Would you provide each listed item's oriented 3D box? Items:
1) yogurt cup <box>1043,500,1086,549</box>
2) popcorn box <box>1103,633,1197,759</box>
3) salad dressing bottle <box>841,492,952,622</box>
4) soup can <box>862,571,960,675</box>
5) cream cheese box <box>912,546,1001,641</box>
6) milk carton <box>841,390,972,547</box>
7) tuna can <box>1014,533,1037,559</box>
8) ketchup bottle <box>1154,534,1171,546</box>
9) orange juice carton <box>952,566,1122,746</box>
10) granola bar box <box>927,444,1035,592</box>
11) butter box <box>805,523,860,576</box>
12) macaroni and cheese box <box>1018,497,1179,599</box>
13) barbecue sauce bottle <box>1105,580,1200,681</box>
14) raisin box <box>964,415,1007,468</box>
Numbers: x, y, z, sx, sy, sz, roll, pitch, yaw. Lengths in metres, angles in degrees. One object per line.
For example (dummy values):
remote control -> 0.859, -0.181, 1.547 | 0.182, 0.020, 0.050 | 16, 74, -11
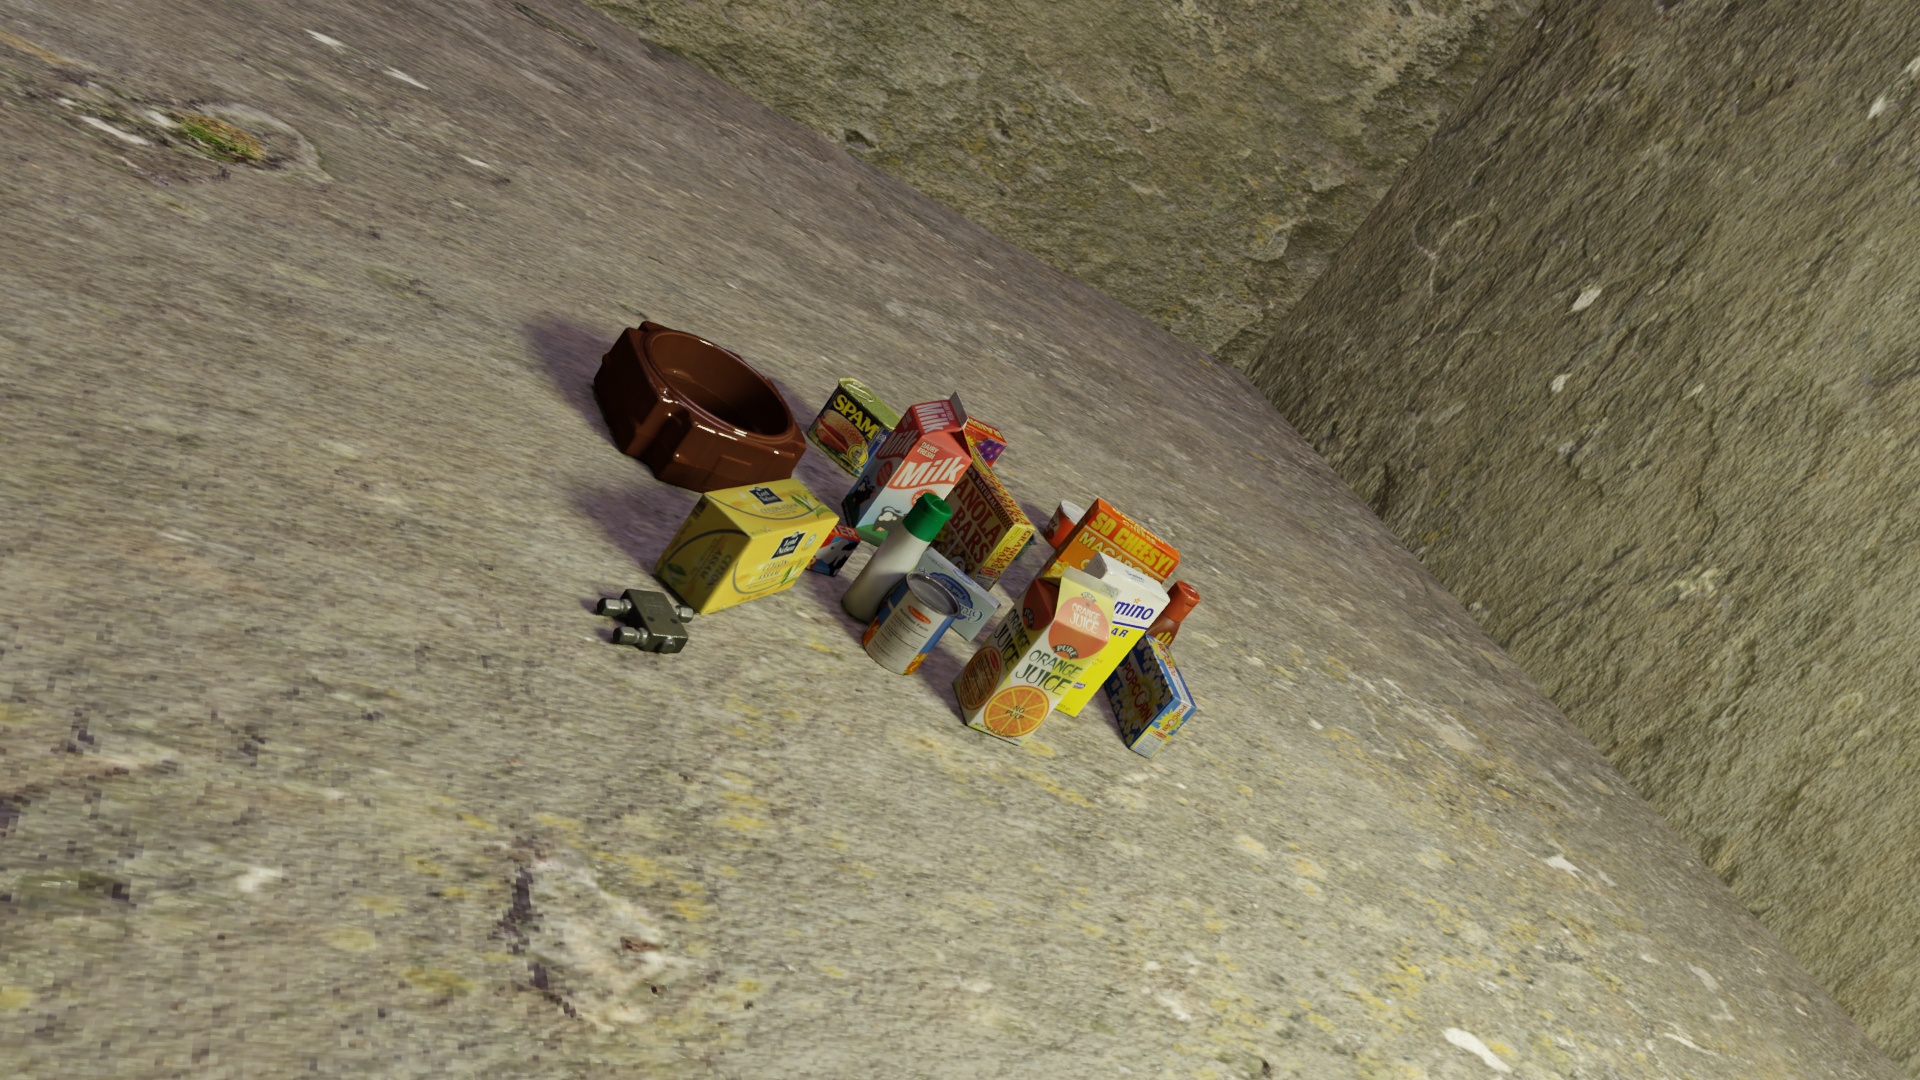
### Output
yogurt cup -> 0.154, -0.015, 1.959 | 0.072, 0.053, 0.073 | 32, 21, -14
popcorn box -> 0.218, 0.180, 1.609 | 0.038, 0.085, 0.127 | 28, 23, -23
salad dressing bottle -> -0.064, 0.017, 1.419 | 0.044, 0.147, 0.064 | 38, 20, 2
soup can -> -0.049, 0.083, 1.394 | 0.071, 0.083, 0.071 | 32, 21, -14
cream cheese box -> -0.011, 0.060, 1.543 | 0.104, 0.053, 0.024 | 39, 21, 4
milk carton -> -0.051, -0.082, 1.587 | 0.073, 0.190, 0.072 | 25, 23, -28
tuna can -> 0.065, -0.006, 1.831 | 0.071, 0.032, 0.071 | 32, 21, -14
ketchup bottle -> 0.212, 0.058, 1.764 | 0.065, 0.148, 0.043 | 48, 23, 27
orange juice carton -> 0.080, 0.108, 1.392 | 0.072, 0.192, 0.073 | 25, 23, -29
granola bar box -> 0.006, -0.021, 1.640 | 0.039, 0.123, 0.166 | 18, 28, -41
butter box -> -0.158, 0.002, 1.435 | 0.103, 0.053, 0.024 | 18, 28, -41
macaroni and cheese box -> 0.168, 0.047, 1.694 | 0.123, 0.166, 0.040 | 33, 21, -9
barbecue sauce bottle -> 0.230, 0.114, 1.677 | 0.065, 0.148, 0.044 | 21, 26, -36
raisin box -> -0.011, -0.100, 1.783 | 0.086, 0.123, 0.040 | 23, 25, -33
